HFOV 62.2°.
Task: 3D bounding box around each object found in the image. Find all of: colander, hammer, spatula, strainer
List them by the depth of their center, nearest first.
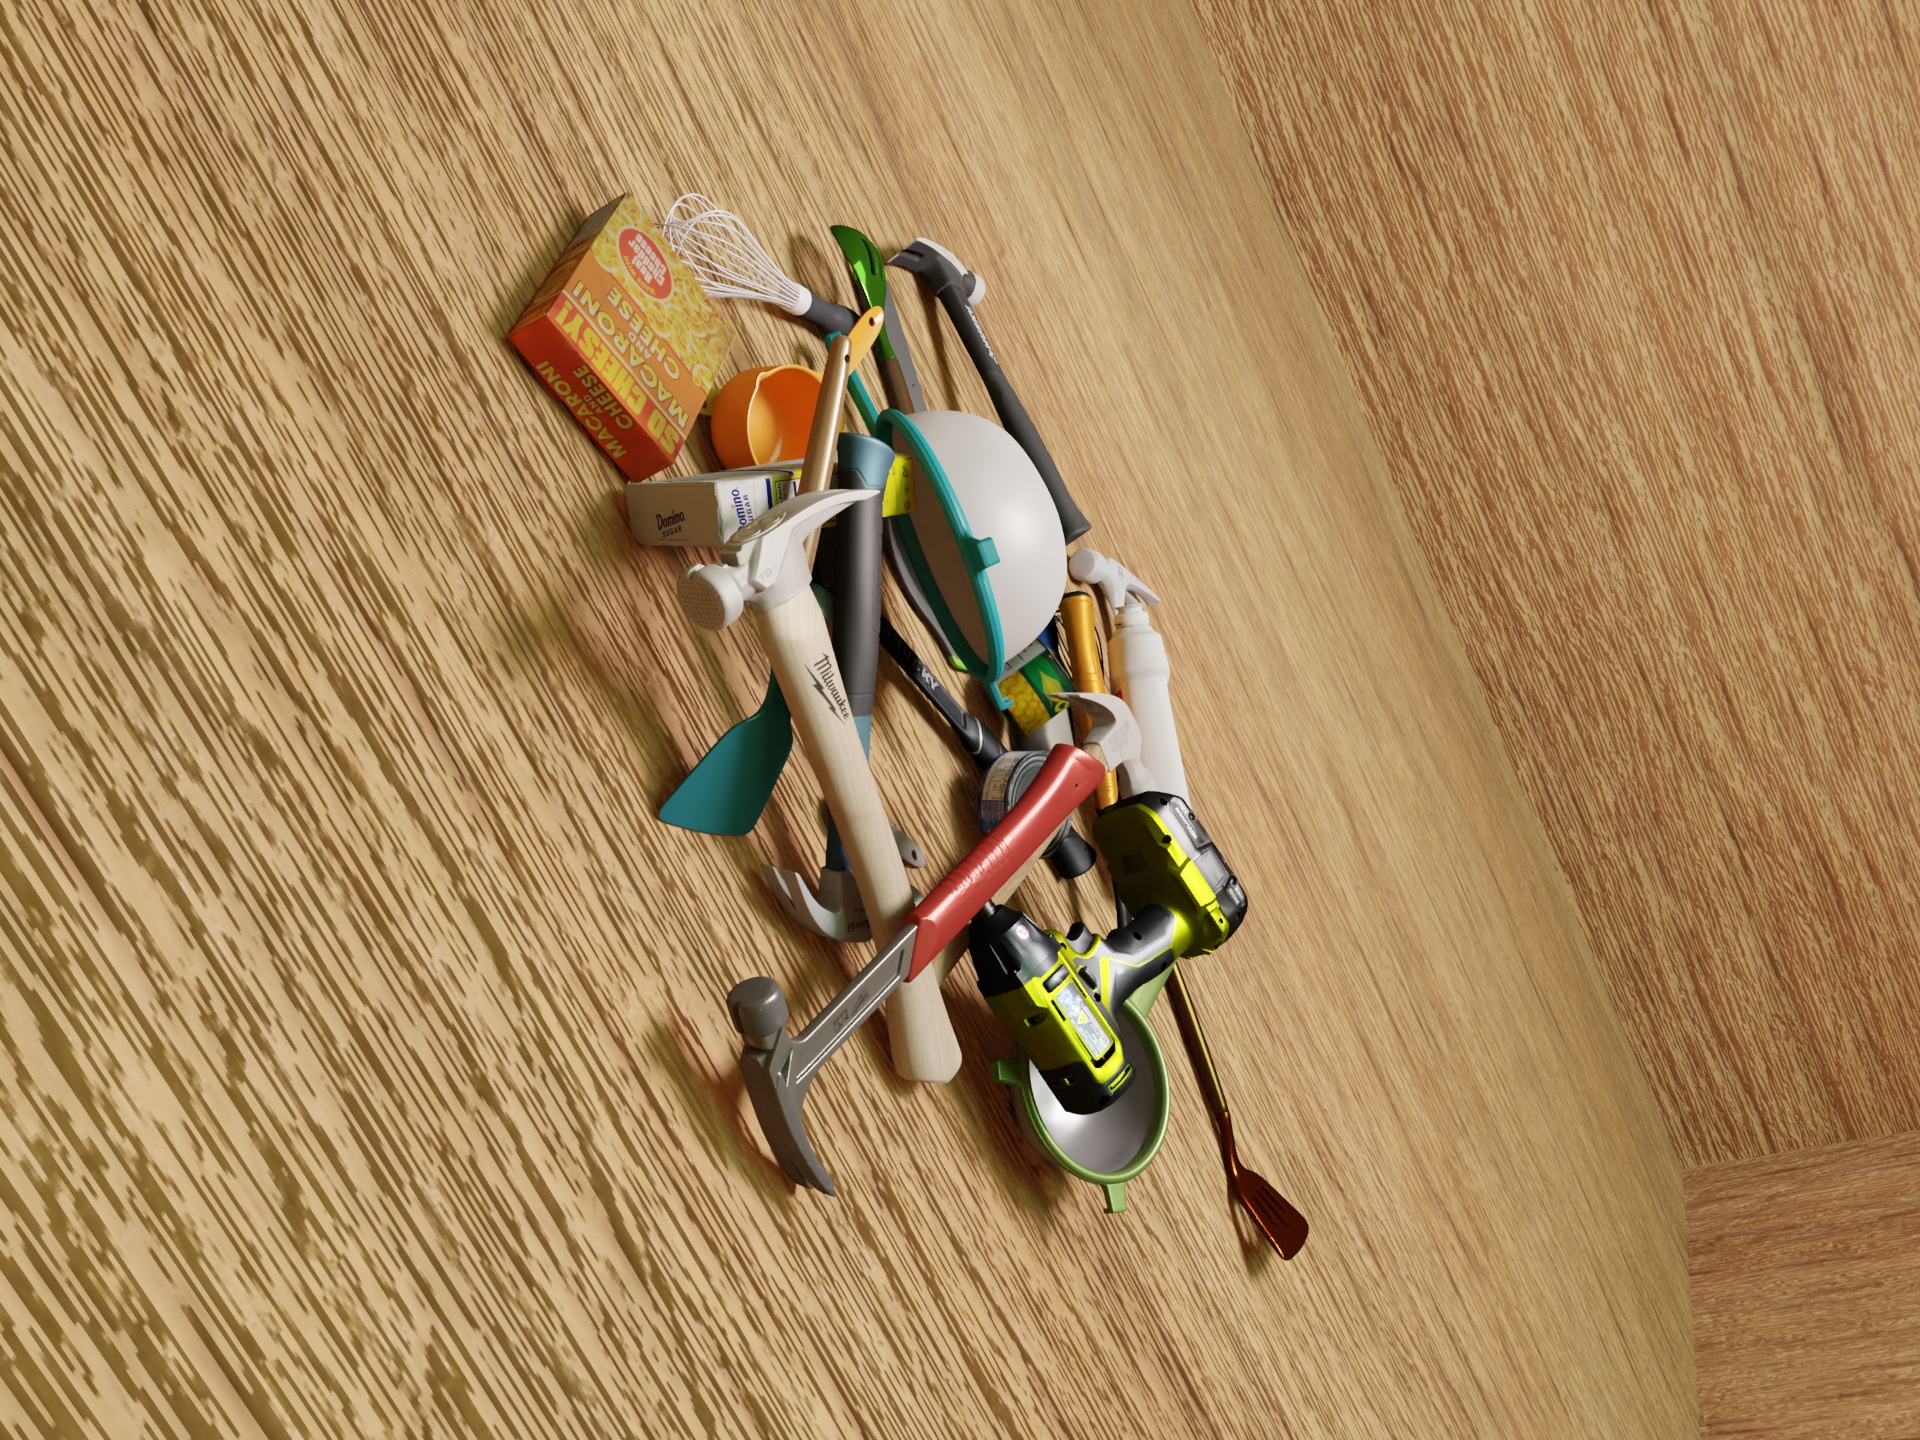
[{"bbox_3d":[-0.112,-0.084,0.980,0.082,0.044,0.317,18,82,-52],"label":"spatula"},{"bbox_3d":[-0.057,0.058,1.004,0.146,0.038,0.410,-41,127,-40],"label":"hammer"},{"bbox_3d":[-0.009,0.132,1.020,0.359,0.037,0.149,-42,128,-41],"label":"hammer"},{"bbox_3d":[-0.069,-0.018,1.030,0.128,0.033,0.331,-6,101,-49],"label":"hammer"},{"bbox_3d":[-0.005,-0.189,1.190,0.210,0.095,0.341,81,-15,-57],"label":"strainer"},{"bbox_3d":[0.049,0.091,1.202,0.331,0.031,0.130,-47,123,-41],"label":"hammer"},{"bbox_3d":[0.107,0.245,1.231,0.151,0.069,0.256,50,45,-11],"label":"strainer"},{"bbox_3d":[-0.002,-0.004,1.273,0.408,0.036,0.149,49,33,-34],"label":"hammer"},{"bbox_3d":[-0.001,-0.243,1.363,0.204,0.094,0.397,-5,77,-61],"label":"colander"},{"bbox_3d":[0.120,0.046,1.375,0.127,0.034,0.337,35,45,-67],"label":"hammer"},{"bbox_3d":[0.035,-0.302,1.457,0.146,0.035,0.335,13,49,-60],"label":"hammer"},{"bbox_3d":[0.242,0.337,1.473,0.081,0.041,0.322,-13,82,-61],"label":"spatula"},{"bbox_3d":[0.193,0.029,1.592,0.144,0.035,0.406,16,58,-56],"label":"hammer"}]

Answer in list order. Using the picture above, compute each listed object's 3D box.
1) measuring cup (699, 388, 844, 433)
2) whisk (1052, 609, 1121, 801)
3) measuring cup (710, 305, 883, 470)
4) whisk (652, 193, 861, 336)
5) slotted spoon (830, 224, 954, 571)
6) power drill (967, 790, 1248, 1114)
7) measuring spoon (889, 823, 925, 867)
[{"bbox_3d":[-0.149,-0.229,1.179,0.156,0.029,0.062,-10,83,-50],"label":"measuring cup"},{"bbox_3d":[0.134,0.000,1.497,0.238,0.055,0.055,66,28,-16],"label":"whisk"},{"bbox_3d":[-0.115,-0.239,1.147,0.174,0.052,0.095,-59,134,-27],"label":"measuring cup"},{"bbox_3d":[-0.145,-0.333,1.219,0.284,0.070,0.070,7,66,-65],"label":"whisk"},{"bbox_3d":[-0.050,-0.267,1.292,0.070,0.031,0.314,21,52,-70],"label":"slotted spoon"},{"bbox_3d":[0.105,0.154,1.170,0.223,0.080,0.171,-39,98,-41],"label":"power drill"},{"bbox_3d":[-0.060,0.083,1.139,0.124,0.018,0.034,41,39,-53],"label":"measuring spoon"}]
